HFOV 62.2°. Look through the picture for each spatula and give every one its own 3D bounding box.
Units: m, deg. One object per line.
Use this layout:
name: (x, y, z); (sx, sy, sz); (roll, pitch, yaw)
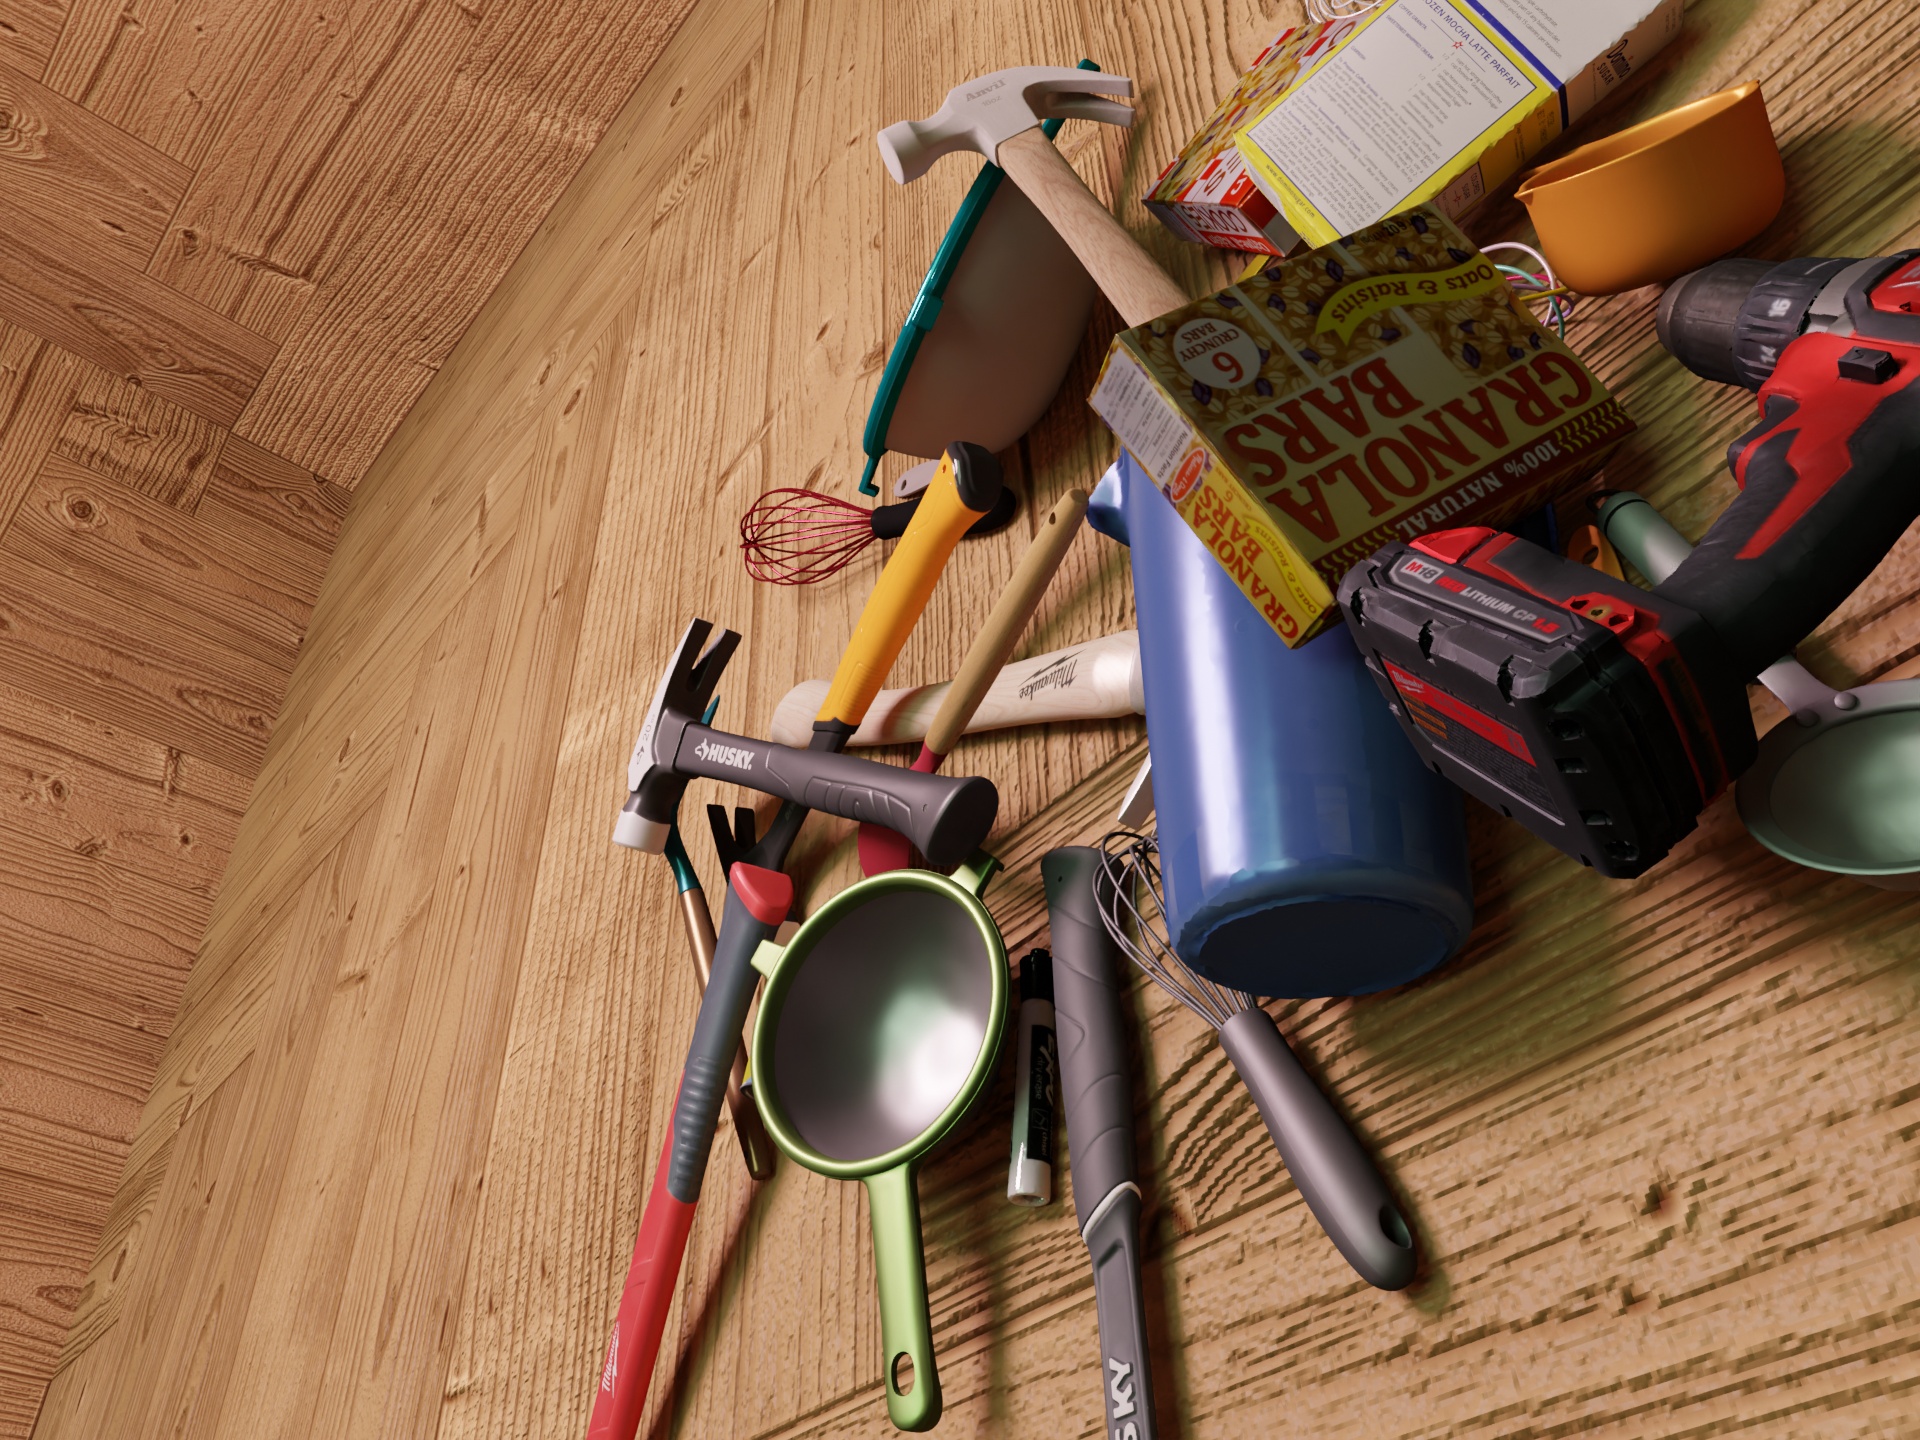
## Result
spatula: (-0.148, 0.128, 0.973); (0.082, 0.044, 0.318); (-50, 47, 39)

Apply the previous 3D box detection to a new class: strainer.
strainer: (0.051, -0.290, 1.000); (0.340, 0.095, 0.211); (-63, 1, -27)
strainer: (-0.019, 0.196, 0.740); (0.151, 0.069, 0.257); (-26, 52, 24)
strainer: (0.260, -0.016, 0.505); (0.087, 0.050, 0.259); (-24, 33, 9)

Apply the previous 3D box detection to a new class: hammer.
hammer: (-0.003, 0.000, 0.903); (0.411, 0.038, 0.146); (-8, 61, 55)
hammer: (0.089, -0.226, 0.808); (0.130, 0.031, 0.332); (-29, 63, -7)
hammer: (-0.090, 0.023, 0.864); (0.335, 0.035, 0.146); (9, 80, 53)
hammer: (-0.065, -0.020, 0.934); (0.336, 0.034, 0.127); (-60, 37, 29)
hammer: (0.059, 0.218, 0.630); (0.149, 0.036, 0.409); (-41, 36, 34)
hammer: (-0.167, 0.268, 0.886); (0.143, 0.038, 0.386); (1, 75, 59)

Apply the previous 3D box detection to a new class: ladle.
ladle: (-0.001, -0.003, 0.795); (0.315, 0.031, 0.069); (119, 145, -47)

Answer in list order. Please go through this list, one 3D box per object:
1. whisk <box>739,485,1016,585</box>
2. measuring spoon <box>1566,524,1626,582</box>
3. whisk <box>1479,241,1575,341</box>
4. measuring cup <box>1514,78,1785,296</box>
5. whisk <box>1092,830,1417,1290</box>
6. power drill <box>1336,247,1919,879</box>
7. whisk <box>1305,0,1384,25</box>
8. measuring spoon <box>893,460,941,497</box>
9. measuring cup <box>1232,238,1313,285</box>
whisk: (-0.064, -0.133, 1.091); (0.296, 0.073, 0.073); (0, 66, 50)
measuring spoon: (0.240, -0.029, 0.579); (0.021, 0.011, 0.117); (-38, 34, 37)
whisk: (0.193, -0.180, 0.751); (0.047, 0.051, 0.245); (-47, 22, -16)
measuring cup: (0.266, -0.209, 0.646); (0.095, 0.052, 0.174); (-25, 13, 8)
whisk: (0.110, 0.120, 0.619); (0.055, 0.055, 0.239); (-52, 35, 18)
power drill: (0.234, -0.071, 0.502); (0.226, 0.080, 0.188); (-37, 28, -3)
whisk: (0.289, -0.471, 0.817); (0.284, 0.070, 0.070); (-43, 34, 21)
measuring spoon: (-0.015, -0.166, 1.084); (0.124, 0.018, 0.034); (-2, 71, 64)
measuring cup: (0.159, -0.222, 0.825); (0.156, 0.029, 0.062); (-50, 20, 11)
